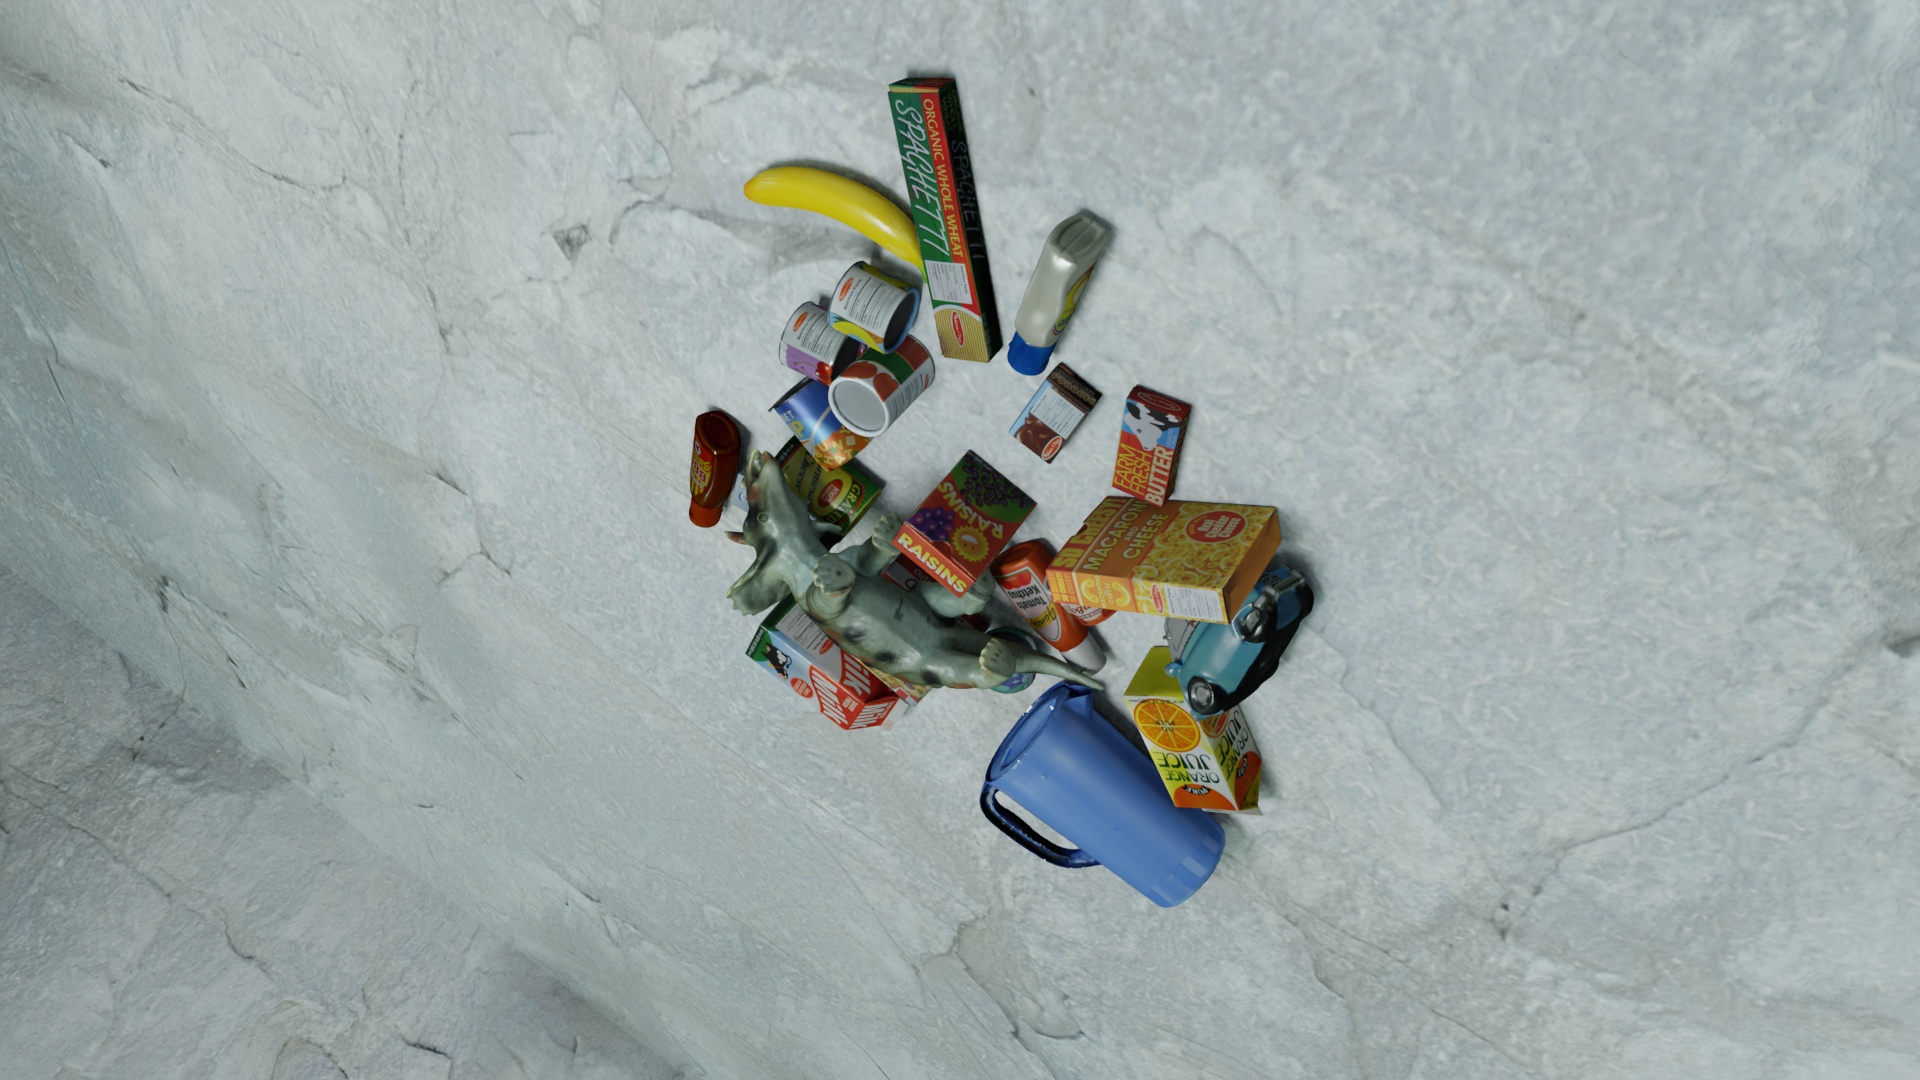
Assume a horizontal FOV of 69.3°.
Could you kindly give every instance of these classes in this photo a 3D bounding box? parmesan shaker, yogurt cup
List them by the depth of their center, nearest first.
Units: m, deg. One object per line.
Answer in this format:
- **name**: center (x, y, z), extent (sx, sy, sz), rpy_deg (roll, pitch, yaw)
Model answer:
- **yogurt cup**: center (0.121, 0.043, 1.318), extent (0.072, 0.073, 0.054), rpy_deg (-15, 124, 44)
- **parmesan shaker**: center (-0.143, -0.056, 1.419), extent (0.103, 0.072, 0.071), rpy_deg (39, 140, 1)

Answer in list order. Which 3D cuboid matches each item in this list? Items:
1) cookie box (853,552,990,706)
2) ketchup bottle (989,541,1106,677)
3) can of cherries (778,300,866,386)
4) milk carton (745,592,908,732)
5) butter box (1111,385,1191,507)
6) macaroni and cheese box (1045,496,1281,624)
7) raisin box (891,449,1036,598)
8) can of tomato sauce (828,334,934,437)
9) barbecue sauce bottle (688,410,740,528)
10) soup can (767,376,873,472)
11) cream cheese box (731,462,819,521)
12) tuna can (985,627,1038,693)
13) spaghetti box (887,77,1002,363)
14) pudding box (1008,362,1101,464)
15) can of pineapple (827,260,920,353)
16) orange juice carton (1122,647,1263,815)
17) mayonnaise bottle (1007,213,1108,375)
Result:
- **cookie box**: center (-0.056, 0.099, 1.519), extent (0.123, 0.040, 0.166), rpy_deg (40, 141, 0)
- **ketchup bottle**: center (0.093, 0.071, 1.378), extent (0.064, 0.044, 0.148), rpy_deg (-17, 115, 45)
- **can of cherries**: center (-0.127, -0.182, 1.300), extent (0.058, 0.072, 0.071), rpy_deg (26, 138, 15)
- **milk carton**: center (-0.147, 0.149, 1.606), extent (0.190, 0.074, 0.072), rpy_deg (37, 139, 3)
- **butter box**: center (0.164, -0.081, 1.202), extent (0.053, 0.024, 0.103), rpy_deg (23, 137, 19)
- **macaroni and cheese box**: center (0.175, 0.012, 1.200), extent (0.166, 0.124, 0.040), rpy_deg (6, 126, 33)
- **raisin box**: center (0.005, -0.016, 1.303), extent (0.086, 0.124, 0.040), rpy_deg (40, 140, 0)
- **can of tomato sauce**: center (-0.074, -0.144, 1.277), extent (0.071, 0.083, 0.070), rpy_deg (20, 136, 21)
- **barbecue sauce bottle**: center (-0.272, -0.072, 1.517), extent (0.065, 0.044, 0.147), rpy_deg (60, 150, 28)
- **soup can**: center (-0.135, -0.117, 1.358), extent (0.071, 0.072, 0.083), rpy_deg (-22, 111, 46)
- **cream cheese box**: center (-0.199, -0.038, 1.514), extent (0.104, 0.024, 0.053), rpy_deg (30, 138, 11)
- **tuna can**: center (0.045, 0.123, 1.442), extent (0.071, 0.071, 0.032), rpy_deg (24, 136, 18)
- **spaghetti box**: center (-0.010, -0.264, 1.163), extent (0.050, 0.029, 0.248), rpy_deg (12, 132, 29)
- **pudding box**: center (0.083, -0.112, 1.230), extent (0.049, 0.030, 0.083), rpy_deg (37, 140, 1)
- **can of pineapple**: center (-0.076, -0.207, 1.238), extent (0.058, 0.071, 0.070), rpy_deg (29, 138, 13)
- **orange juice carton**: center (0.236, 0.200, 1.363), extent (0.071, 0.073, 0.192), rpy_deg (-4, 124, 39)
- **mayonnaise bottle**: center (0.074, -0.196, 1.138), extent (0.041, 0.065, 0.147), rpy_deg (35, 143, 9)
